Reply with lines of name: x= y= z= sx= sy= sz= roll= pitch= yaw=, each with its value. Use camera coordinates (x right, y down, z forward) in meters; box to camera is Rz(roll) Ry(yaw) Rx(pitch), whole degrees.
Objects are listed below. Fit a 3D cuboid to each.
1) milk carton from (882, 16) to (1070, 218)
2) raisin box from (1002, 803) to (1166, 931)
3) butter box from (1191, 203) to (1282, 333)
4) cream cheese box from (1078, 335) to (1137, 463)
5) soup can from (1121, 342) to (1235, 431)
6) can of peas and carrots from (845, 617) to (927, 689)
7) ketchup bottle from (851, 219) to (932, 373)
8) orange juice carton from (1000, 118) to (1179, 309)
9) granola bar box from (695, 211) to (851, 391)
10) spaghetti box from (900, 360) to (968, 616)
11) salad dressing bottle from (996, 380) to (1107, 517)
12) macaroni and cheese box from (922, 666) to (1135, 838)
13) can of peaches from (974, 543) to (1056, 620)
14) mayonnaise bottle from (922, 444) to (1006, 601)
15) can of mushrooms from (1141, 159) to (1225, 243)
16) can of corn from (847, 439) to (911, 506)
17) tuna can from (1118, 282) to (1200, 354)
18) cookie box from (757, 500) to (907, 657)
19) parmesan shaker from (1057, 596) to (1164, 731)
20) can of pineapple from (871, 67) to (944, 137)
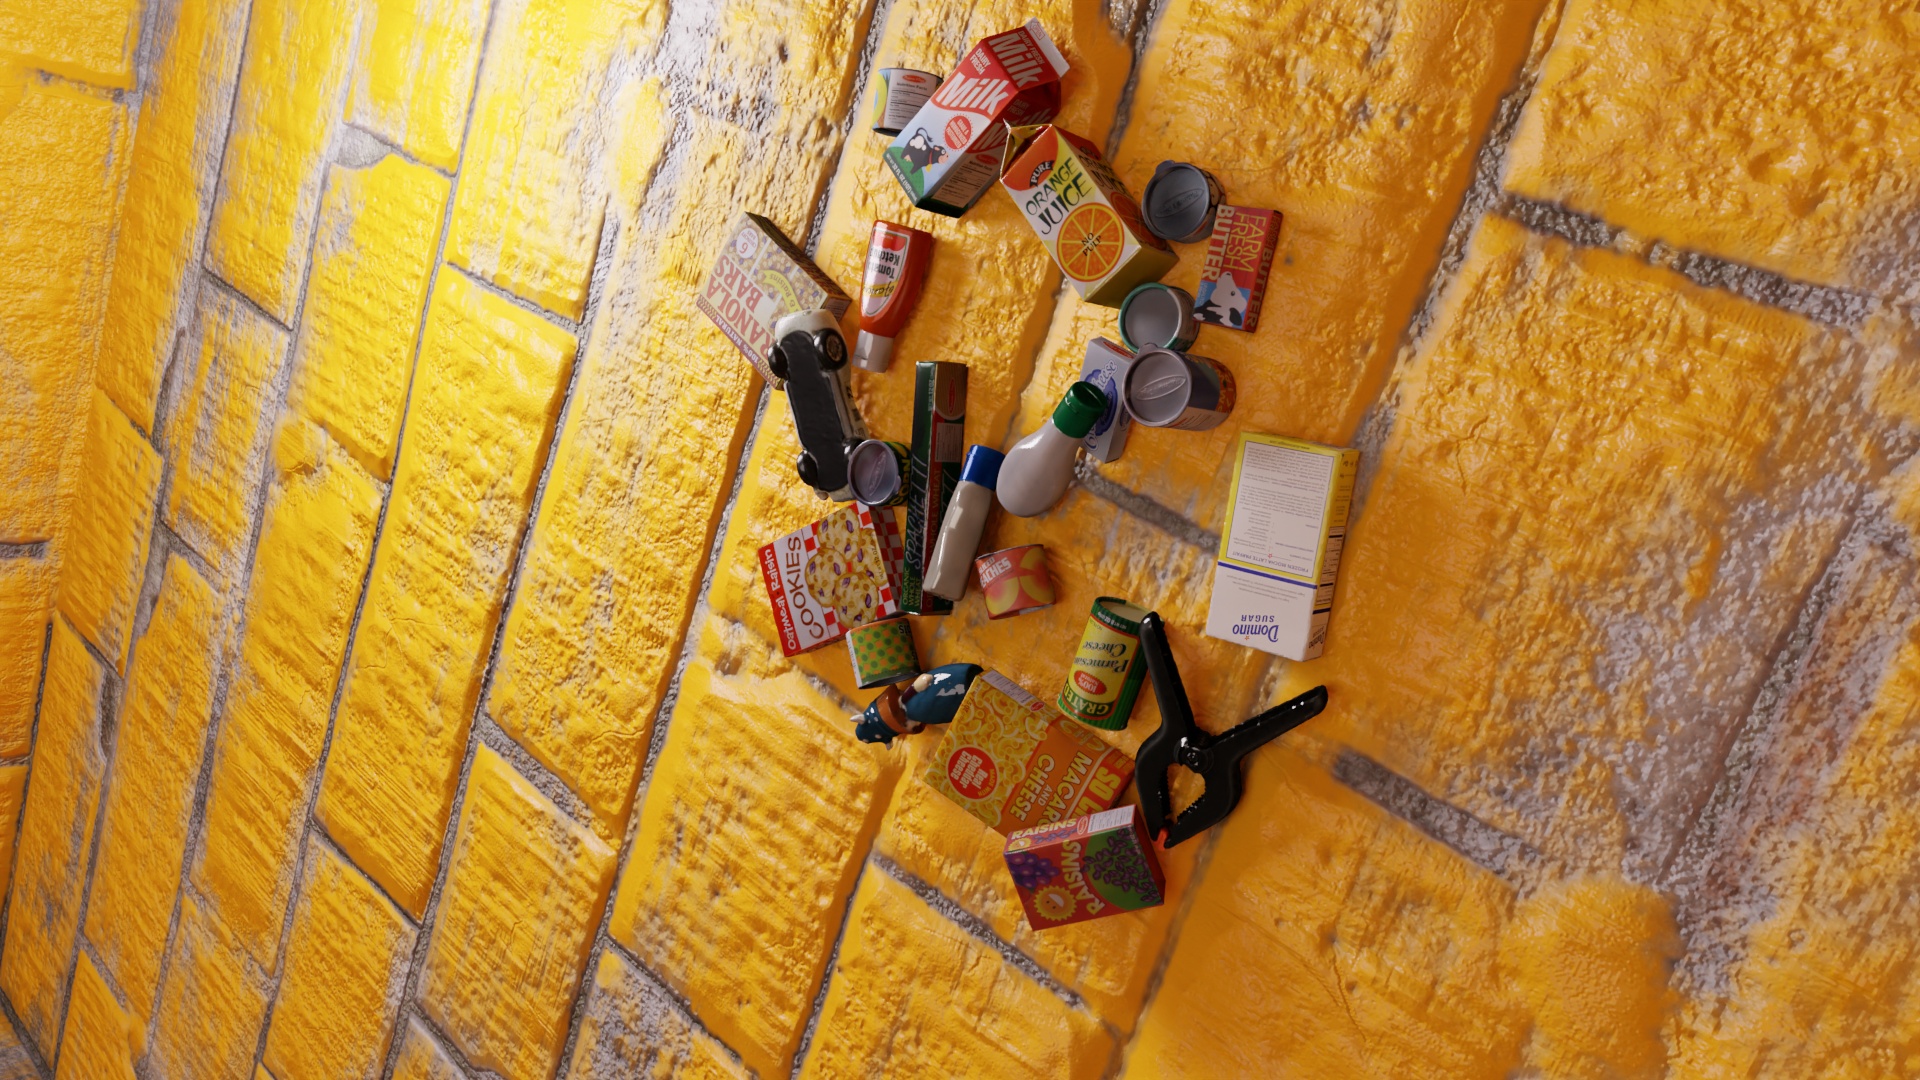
milk carton: x=0.022 y=-0.399 z=1.309 sx=0.189 sy=0.073 sz=0.072 roll=-41 pitch=67 yaw=30
raisin box: x=0.110 y=0.291 z=1.229 sx=0.123 sy=0.040 sz=0.086 roll=-16 pitch=107 yaw=17
butter box: x=0.235 y=-0.232 z=1.180 sx=0.053 sy=0.024 sz=0.103 roll=20 pitch=102 yaw=36
cream cheese box: x=0.129 y=-0.126 z=1.242 sx=0.053 sy=0.024 sz=0.103 roll=36 pitch=131 yaw=32
soup can: x=0.186 y=-0.130 z=1.181 sx=0.071 sy=0.084 sz=0.071 roll=1 pitch=91 yaw=37
can of peas and carrots: x=-0.075 y=0.113 z=1.393 sx=0.070 sy=0.071 sz=0.059 roll=-22 pitch=77 yaw=35
ketchup bottle: x=-0.074 y=-0.245 z=1.402 sx=0.065 sy=0.043 sz=0.148 roll=23 pitch=105 yaw=34
orange juice carton: x=0.105 y=-0.303 z=1.248 sx=0.072 sy=0.072 sz=0.193 roll=-43 pitch=67 yaw=29
granola bar box: x=-0.206 y=-0.258 z=1.504 sx=0.166 sy=0.039 sz=0.123 roll=46 pitch=116 yaw=28
spaghetti box: x=-0.026 y=-0.051 z=1.363 sx=0.028 sy=0.050 sz=0.249 roll=7 pitch=95 yaw=39
salad dressing bottle: x=0.083 y=-0.082 z=1.258 sx=0.064 sy=0.044 sz=0.146 roll=47 pitch=135 yaw=14
macaroni and cheese box: x=0.063 y=0.214 z=1.280 sx=0.167 sy=0.040 sz=0.123 roll=32 pitch=110 yaw=17
can of peaches: x=0.050 y=0.039 z=1.293 sx=0.071 sy=0.071 sz=0.058 roll=-19 pitch=81 yaw=36
mayonnaise bottle: x=0.005 y=-0.017 z=1.325 sx=0.041 sy=0.064 sz=0.148 roll=19 pitch=84 yaw=-4
can of mushrooms: x=0.193 y=-0.294 z=1.205 sx=0.071 sy=0.033 sz=0.071 roll=1 pitch=92 yaw=38
can of corn: x=-0.068 y=-0.066 z=1.389 sx=0.071 sy=0.058 sz=0.071 roll=1 pitch=91 yaw=37
tuna can: x=0.172 y=-0.192 z=1.222 sx=0.071 sy=0.033 sz=0.071 roll=1 pitch=91 yaw=37
cookie box: x=-0.132 y=0.040 z=1.449 sx=0.167 sy=0.040 sz=0.123 roll=-23 pitch=77 yaw=35
parmesan shaker: x=0.131 y=0.108 z=1.235 sx=0.071 sy=0.071 sz=0.102 roll=27 pitch=107 yaw=34
can of pineapple: x=-0.053 y=-0.430 z=1.371 sx=0.071 sy=0.071 sz=0.057 roll=13 pitch=99 yaw=36
